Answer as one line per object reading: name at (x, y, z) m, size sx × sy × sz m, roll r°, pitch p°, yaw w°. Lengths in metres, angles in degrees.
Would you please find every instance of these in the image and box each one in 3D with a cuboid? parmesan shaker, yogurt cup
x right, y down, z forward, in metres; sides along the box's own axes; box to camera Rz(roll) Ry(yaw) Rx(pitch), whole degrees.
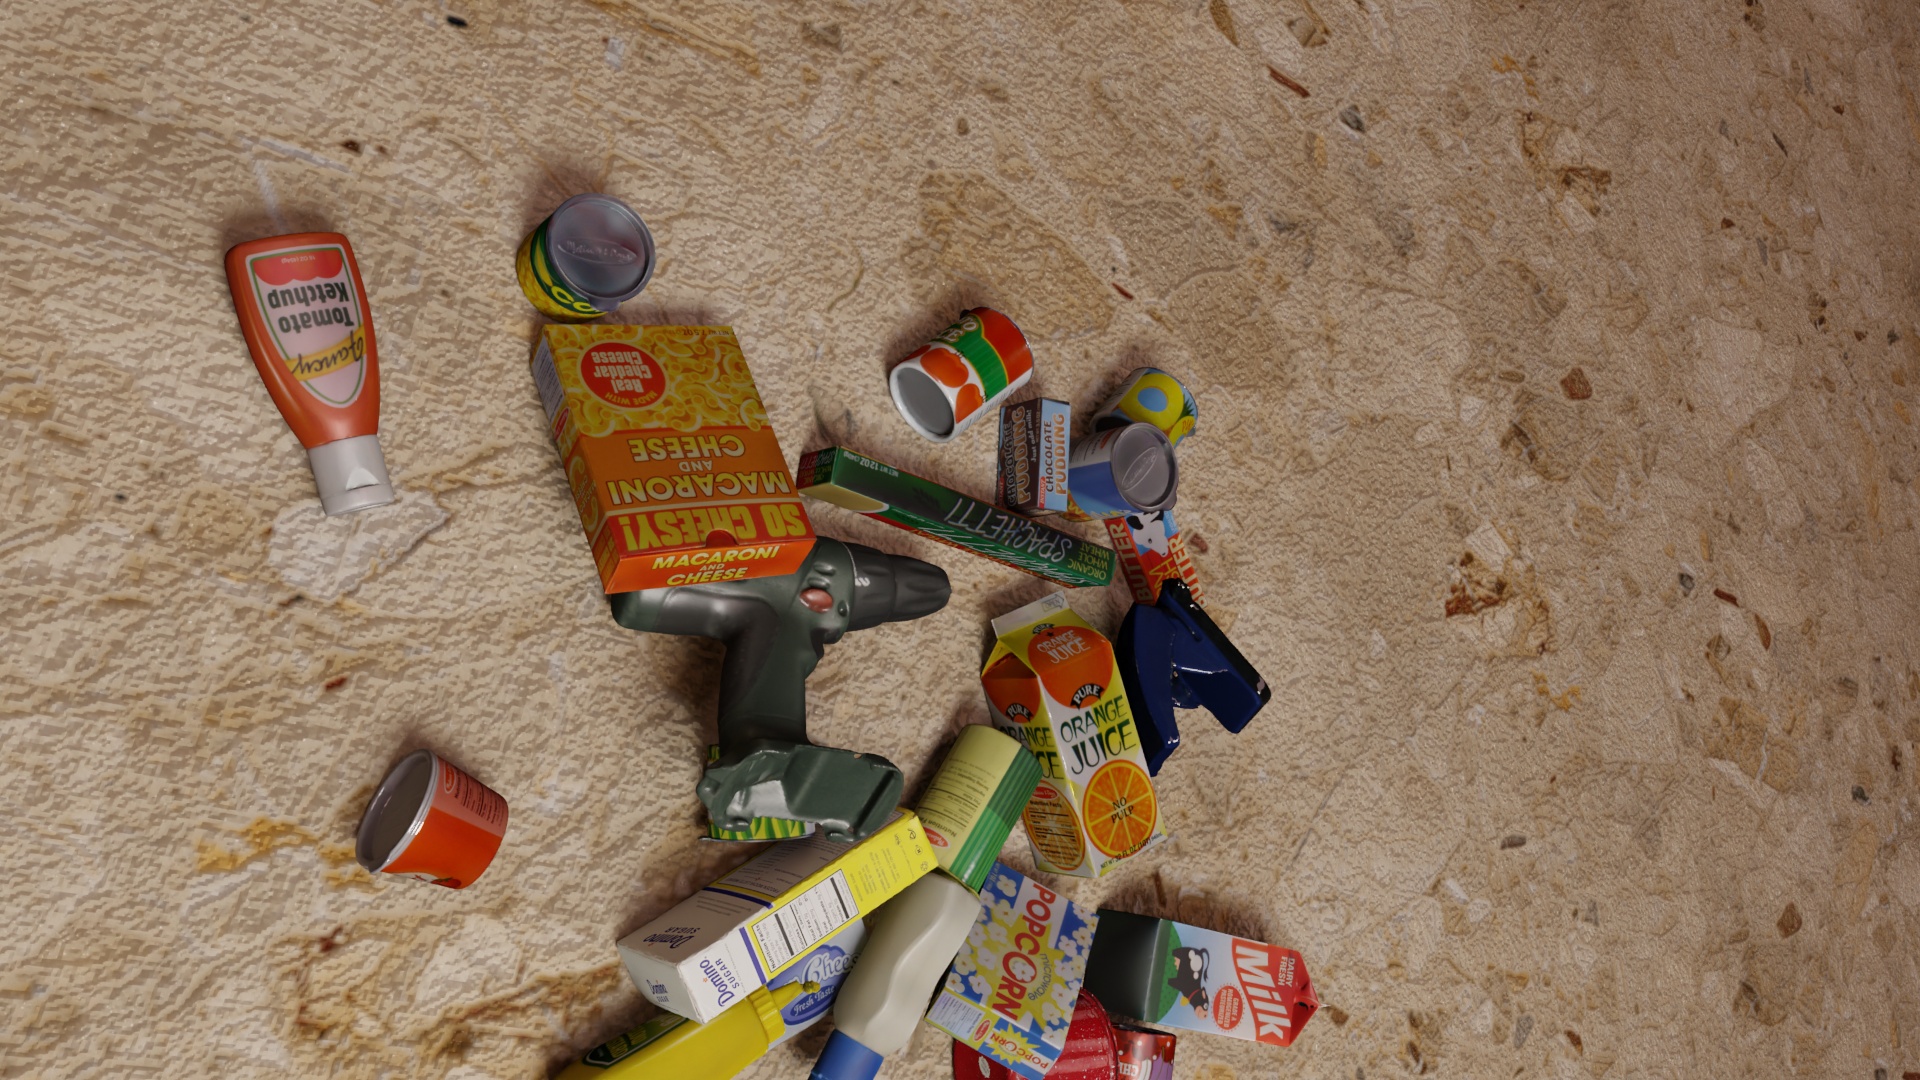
parmesan shaker at (0.007, 0.186, 0.943) m, size 0.071 × 0.071 × 0.103 m, roll 46°, pitch 60°, yaw -22°
yogurt cup at (-0.282, 0.153, 0.748) m, size 0.054 × 0.072 × 0.072 m, roll 37°, pitch 64°, yaw -35°

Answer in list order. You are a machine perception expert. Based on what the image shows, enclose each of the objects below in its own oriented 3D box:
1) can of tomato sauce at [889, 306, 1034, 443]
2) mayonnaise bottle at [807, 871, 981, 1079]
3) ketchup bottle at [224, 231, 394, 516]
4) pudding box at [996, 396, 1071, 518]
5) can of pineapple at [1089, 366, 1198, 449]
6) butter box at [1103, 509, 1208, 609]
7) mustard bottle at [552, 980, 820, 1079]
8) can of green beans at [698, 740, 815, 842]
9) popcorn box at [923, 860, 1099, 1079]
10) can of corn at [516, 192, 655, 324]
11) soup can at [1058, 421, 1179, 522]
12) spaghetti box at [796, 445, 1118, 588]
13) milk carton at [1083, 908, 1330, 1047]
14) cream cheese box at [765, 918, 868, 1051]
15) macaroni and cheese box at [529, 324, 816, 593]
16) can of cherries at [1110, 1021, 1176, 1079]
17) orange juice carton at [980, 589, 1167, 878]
can of tomato sauce at (-0.001, -0.119, 0.982) m, size 0.083 × 0.071 × 0.071 m, roll -40°, pitch 107°, yaw -31°
mayonnaise bottle at (-0.045, 0.281, 0.869) m, size 0.041 × 0.064 × 0.148 m, roll 42°, pitch 66°, yaw -27°
ketchup bottle at (-0.344, -0.088, 0.749) m, size 0.065 × 0.043 × 0.148 m, roll -17°, pitch 94°, yaw -36°
pudding box at (0.054, -0.060, 1.022) m, size 0.030 × 0.049 × 0.084 m, roll 10°, pitch 79°, yaw -36°
can of pineapple at (0.143, -0.091, 1.079) m, size 0.071 × 0.071 × 0.058 m, roll 51°, pitch 60°, yaw -19°
butter box at (0.155, 0.019, 1.099) m, size 0.053 × 0.024 × 0.103 m, roll -29°, pitch 100°, yaw -35°
mustard bottle at (-0.155, 0.293, 0.805) m, size 0.161 × 0.065 × 0.048 m, roll -24°, pitch 95°, yaw -25°
can of green beans at (-0.123, 0.154, 0.858) m, size 0.071 × 0.071 × 0.058 m, roll 3°, pitch 82°, yaw -35°
popcorn box at (0.036, 0.280, 0.916) m, size 0.085 × 0.038 × 0.127 m, roll 29°, pitch 31°, yaw 2°
can of corn at (-0.226, -0.165, 0.834) m, size 0.071 × 0.058 × 0.071 m, roll 5°, pitch 81°, yaw -35°
soup can at (0.113, -0.047, 1.041) m, size 0.071 × 0.083 × 0.071 m, roll 5°, pitch 81°, yaw -35°
spaghetti box at (0.003, -0.012, 0.980) m, size 0.250 × 0.050 × 0.029 m, roll 20°, pitch 75°, yaw -32°
milk carton at (0.191, 0.334, 1.051) m, size 0.190 × 0.072 × 0.073 m, roll 22°, pitch 71°, yaw -31°
cream cheese box at (-0.103, 0.279, 0.880) m, size 0.104 × 0.024 × 0.053 m, roll -21°, pitch 95°, yaw -36°
macaroni and cheese box at (-0.172, -0.054, 0.824) m, size 0.124 × 0.040 × 0.167 m, roll -6°, pitch 59°, yaw -35°
can of cherries at (0.119, 0.379, 0.996) m, size 0.071 × 0.071 × 0.058 m, roll 19°, pitch 73°, yaw -32°
orange juice carton at (0.075, 0.137, 0.996) m, size 0.072 × 0.073 × 0.192 m, roll -19°, pitch 94°, yaw -34°
